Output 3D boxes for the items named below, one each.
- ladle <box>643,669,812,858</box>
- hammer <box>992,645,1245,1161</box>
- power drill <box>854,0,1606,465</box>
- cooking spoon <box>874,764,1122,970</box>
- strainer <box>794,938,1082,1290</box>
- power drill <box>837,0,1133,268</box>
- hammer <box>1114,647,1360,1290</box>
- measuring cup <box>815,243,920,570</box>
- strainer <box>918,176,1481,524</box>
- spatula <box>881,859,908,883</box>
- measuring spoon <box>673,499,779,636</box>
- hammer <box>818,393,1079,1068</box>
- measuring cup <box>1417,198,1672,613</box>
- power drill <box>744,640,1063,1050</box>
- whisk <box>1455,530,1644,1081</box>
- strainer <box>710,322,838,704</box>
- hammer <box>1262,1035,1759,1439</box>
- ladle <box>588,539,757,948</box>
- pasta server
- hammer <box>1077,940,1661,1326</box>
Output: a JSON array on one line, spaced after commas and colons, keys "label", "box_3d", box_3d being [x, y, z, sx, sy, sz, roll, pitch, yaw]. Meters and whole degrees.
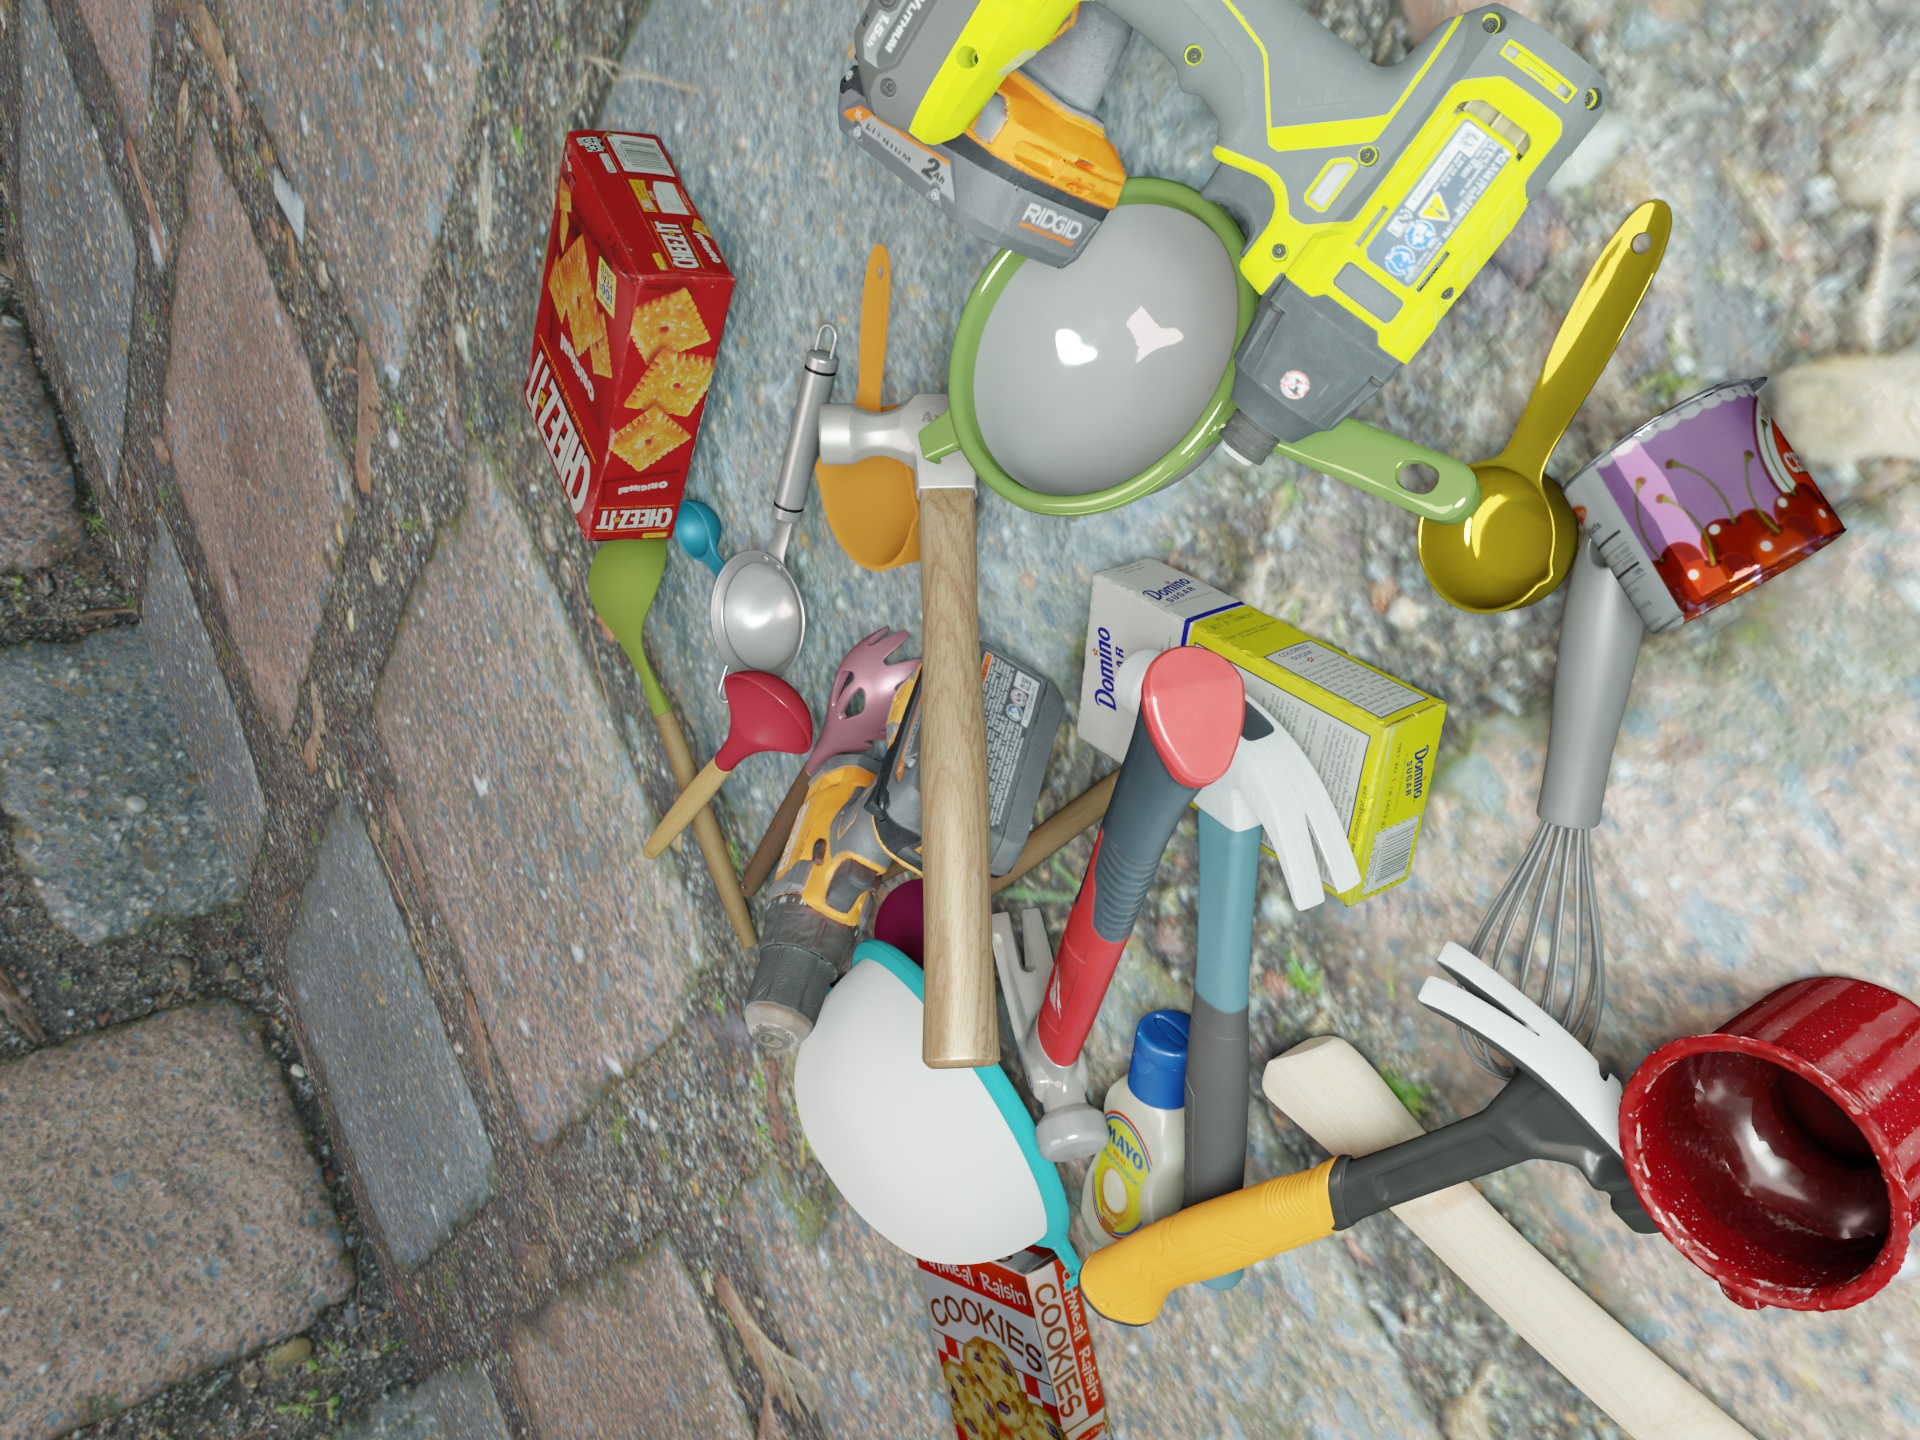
[{"label": "ladle", "box_3d": [-0.169, 0.040, 1.089, 0.069, 0.031, 0.315, 43, 144, -3]}, {"label": "hammer", "box_3d": [0.061, 0.074, 0.721, 0.386, 0.038, 0.143, 99, 160, -57]}, {"label": "power drill", "box_3d": [0.082, -0.210, 0.560, 0.223, 0.080, 0.171, 35, 114, -3]}, {"label": "cooking spoon", "box_3d": [0.020, 0.091, 0.922, 0.318, 0.017, 0.069, -43, 68, 52]}, {"label": "strainer", "box_3d": [-0.067, 0.230, 0.990, 0.341, 0.095, 0.210, 20, 137, 58]}, {"label": "power drill", "box_3d": [0.042, -0.321, 0.645, 0.164, 0.084, 0.226, 48, 119, 32]}, {"label": "hammer", "box_3d": [0.119, 0.136, 0.734, 0.128, 0.033, 0.330, 38, 140, 48]}, {"label": "measuring cup", "box_3d": [-0.030, -0.168, 0.858, 0.095, 0.052, 0.173, 29, 124, 44]}, {"label": "strainer", "box_3d": [0.110, -0.131, 0.669, 0.257, 0.069, 0.151, 32, 98, 34]}, {"label": "spatula", "box_3d": [-0.040, 0.086, 0.998, 0.316, 0.018, 0.060, -33, 65, 53]}, {"label": "measuring spoon", "box_3d": [-0.151, -0.099, 1.081, 0.129, 0.021, 0.042, 52, 141, 12]}, {"label": "hammer", "box_3d": [-0.001, -0.002, 0.763, 0.031, 0.130, 0.331, 93, 175, -74]}, {"label": "measuring cup", "box_3d": [0.220, -0.110, 0.578, 0.062, 0.029, 0.156, 42, 122, 37]}, {"label": "power drill", "box_3d": [-0.045, 0.075, 0.879, 0.084, 0.185, 0.226, 29, 144, -16]}, {"label": "whisk", "box_3d": [0.228, 0.034, 0.604, 0.055, 0.055, 0.239, 24, 118, 46]}, {"label": "strainer", "box_3d": [-0.107, -0.123, 0.988, 0.087, 0.050, 0.258, 37, 125, 29]}, {"label": "hammer", "box_3d": [0.276, 0.281, 0.643, 0.411, 0.038, 0.146, 41, 135, 37]}, {"label": "ladle", "box_3d": [-0.199, 0.015, 1.174, 0.078, 0.062, 0.320, -5, 106, 57]}, {"label": "pasta server", "box_3d": [-0.096, 0.043, 1.053, 0.060, 0.040, 0.316, 59, 146, 19]}, {"label": "hammer", "box_3d": [0.146, 0.207, 0.695, 0.127, 0.034, 0.336, 44, 138, -1]}]
